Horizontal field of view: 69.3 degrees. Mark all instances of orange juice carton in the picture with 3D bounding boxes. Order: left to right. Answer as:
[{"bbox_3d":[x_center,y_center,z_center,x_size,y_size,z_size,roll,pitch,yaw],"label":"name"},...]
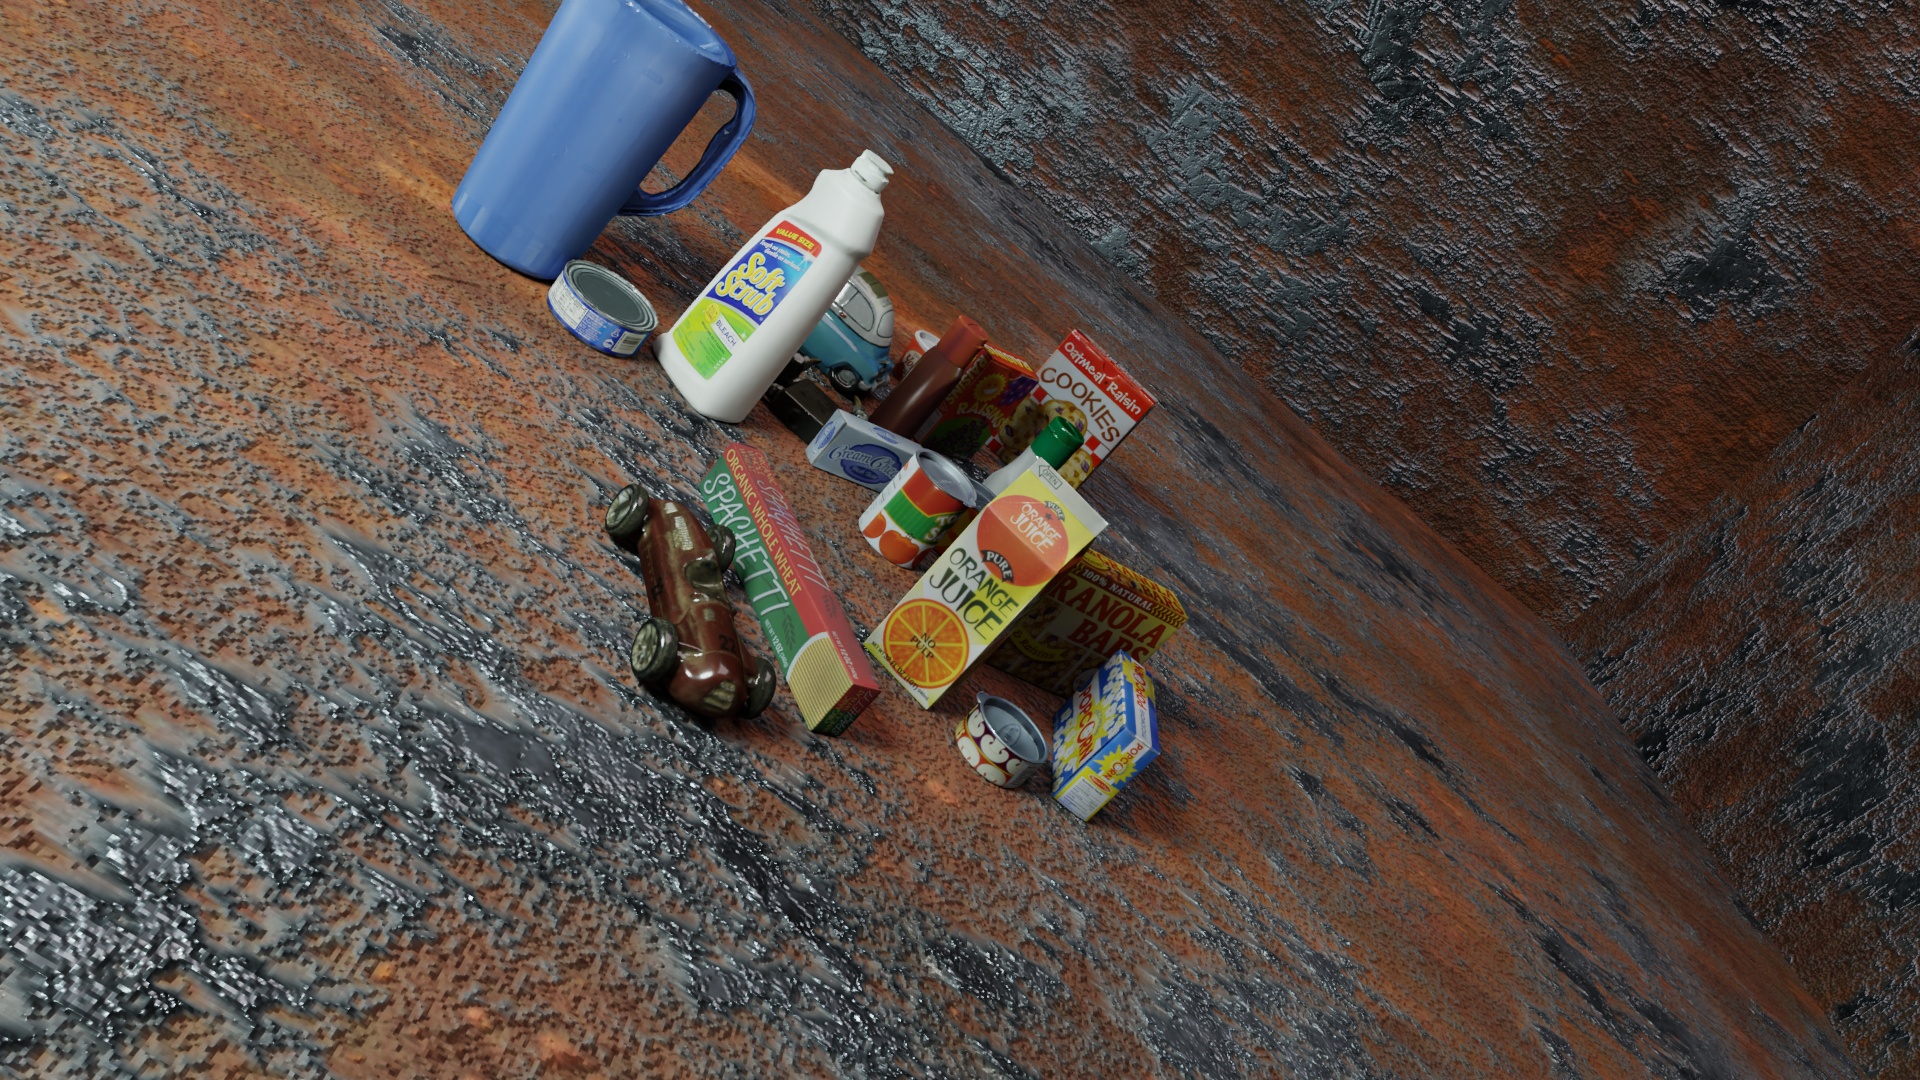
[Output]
[{"bbox_3d":[0.023,0.030,1.032,0.072,0.192,0.073,45,21,8],"label":"orange juice carton"}]

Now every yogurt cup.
[{"bbox_3d":[-0.038,-0.195,1.559,0.072,0.053,0.073,36,22,-16],"label":"yogurt cup"}]

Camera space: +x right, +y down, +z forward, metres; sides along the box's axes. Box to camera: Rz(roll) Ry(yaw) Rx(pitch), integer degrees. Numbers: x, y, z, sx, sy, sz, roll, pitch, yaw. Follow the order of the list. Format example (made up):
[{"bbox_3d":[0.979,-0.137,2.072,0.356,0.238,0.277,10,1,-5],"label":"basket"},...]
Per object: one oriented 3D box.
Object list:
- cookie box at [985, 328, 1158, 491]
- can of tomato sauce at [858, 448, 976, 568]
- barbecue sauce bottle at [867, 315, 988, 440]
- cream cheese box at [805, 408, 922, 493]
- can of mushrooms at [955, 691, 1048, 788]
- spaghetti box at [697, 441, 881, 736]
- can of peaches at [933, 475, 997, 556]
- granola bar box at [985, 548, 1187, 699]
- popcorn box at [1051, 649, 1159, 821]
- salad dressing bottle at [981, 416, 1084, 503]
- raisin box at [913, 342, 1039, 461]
[{"bbox_3d":[0.121,-0.136,1.565,0.123,0.167,0.040,44,20,4],"label":"cookie box"},{"bbox_3d":[-0.036,-0.025,1.192,0.071,0.083,0.071,36,22,-16],"label":"can of tomato sauce"},{"bbox_3d":[-0.032,-0.153,1.356,0.044,0.148,0.065,46,21,11],"label":"barbecue sauce bottle"},{"bbox_3d":[-0.084,-0.077,1.250,0.104,0.053,0.024,22,29,-42],"label":"cream cheese box"},{"bbox_3d":[0.029,0.148,1.035,0.071,0.033,0.071,35,22,-16],"label":"can of mushrooms"},{"bbox_3d":[-0.126,0.027,0.979,0.028,0.050,0.251,19,30,-46],"label":"spaghetti box"},{"bbox_3d":[0.005,-0.016,1.279,0.071,0.058,0.071,36,22,-16],"label":"can of peaches"},{"bbox_3d":[0.091,0.067,1.176,0.165,0.124,0.039,27,25,-34],"label":"granola bar box"},{"bbox_3d":[0.114,0.153,1.102,0.038,0.085,0.127,38,21,-11],"label":"popcorn box"},{"bbox_3d":[0.057,-0.053,1.318,0.044,0.147,0.064,25,26,-38],"label":"salad dressing bottle"},{"bbox_3d":[0.012,-0.145,1.453,0.086,0.123,0.040,16,33,-50],"label":"raisin box"}]
